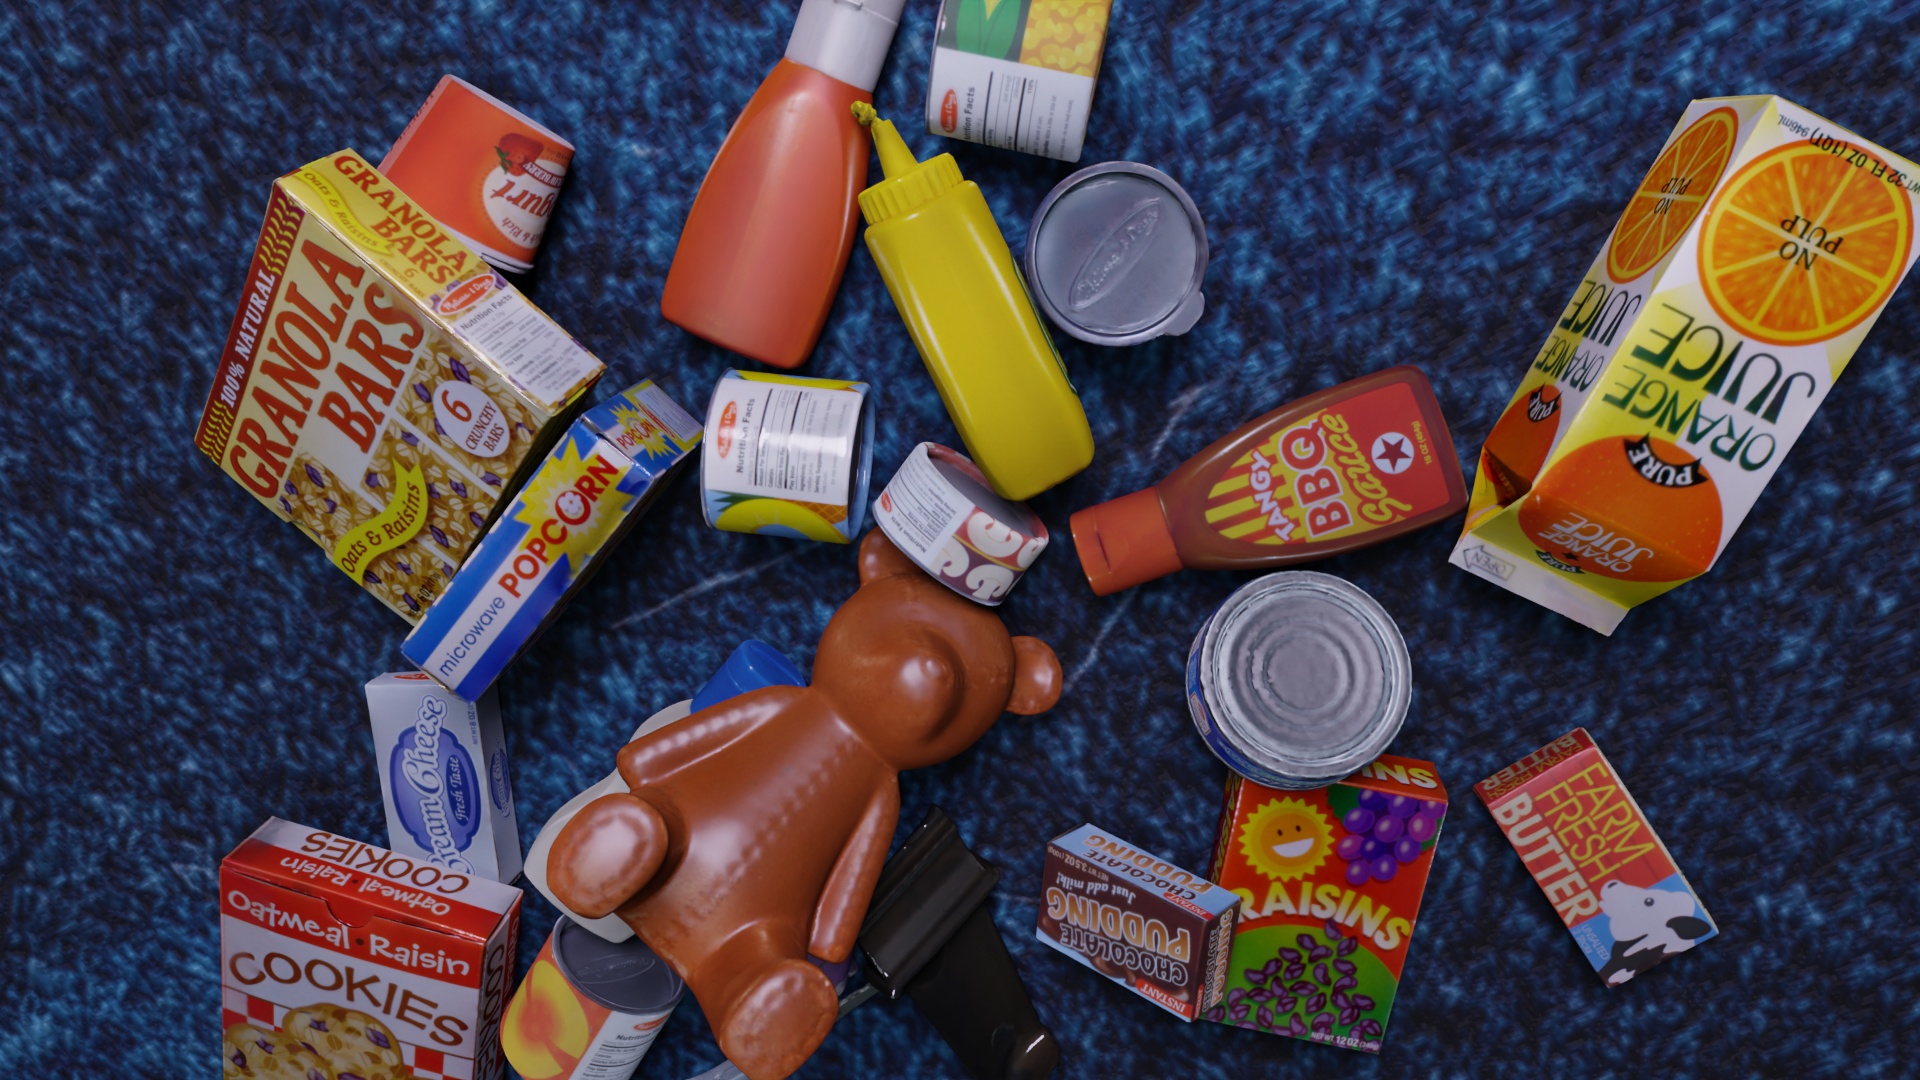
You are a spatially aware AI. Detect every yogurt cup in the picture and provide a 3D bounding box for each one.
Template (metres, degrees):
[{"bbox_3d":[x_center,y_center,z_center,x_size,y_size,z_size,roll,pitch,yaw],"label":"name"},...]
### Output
[{"bbox_3d":[-0.188,-0.145,0.544,0.072,0.072,0.054,31,98,-3],"label":"yogurt cup"}]

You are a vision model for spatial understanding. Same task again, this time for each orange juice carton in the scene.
[{"bbox_3d":[0.261,-0.059,0.513,0.072,0.073,0.192,26,106,-1],"label":"orange juice carton"}]

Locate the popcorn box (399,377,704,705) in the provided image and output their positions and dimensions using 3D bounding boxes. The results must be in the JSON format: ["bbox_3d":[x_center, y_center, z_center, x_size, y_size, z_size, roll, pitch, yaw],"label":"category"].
[{"bbox_3d":[-0.163,-0.002,0.566,0.038,0.085,0.126,40,105,-7],"label":"popcorn box"}]

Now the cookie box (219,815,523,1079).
[{"bbox_3d":[-0.275,0.219,0.644,0.123,0.040,0.166,15,116,2],"label":"cookie box"}]

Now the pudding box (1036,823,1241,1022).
[{"bbox_3d":[0.074,0.161,0.591,0.084,0.030,0.049,19,110,39],"label":"pudding box"}]

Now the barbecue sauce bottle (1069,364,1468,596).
[{"bbox_3d":[0.119,-0.017,0.553,0.148,0.044,0.065,-19,89,11],"label":"barbecue sauce bottle"}]

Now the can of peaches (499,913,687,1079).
[{"bbox_3d":[-0.168,0.209,0.633,0.071,0.071,0.058,31,106,-3],"label":"can of peaches"}]

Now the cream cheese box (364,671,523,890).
[{"bbox_3d":[-0.235,0.110,0.635,0.053,0.024,0.103,-1,104,8],"label":"cream cheese box"}]

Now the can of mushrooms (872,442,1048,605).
[{"bbox_3d":[0.002,-0.007,0.559,0.071,0.071,0.033,36,105,-4],"label":"can of mushrooms"}]

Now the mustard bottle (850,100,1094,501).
[{"bbox_3d":[0.000,-0.094,0.530,0.049,0.065,0.160,-26,106,1],"label":"mustard bottle"}]

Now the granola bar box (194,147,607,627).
[{"bbox_3d":[-0.227,-0.051,0.548,0.124,0.039,0.164,41,132,-5],"label":"granola bar box"}]

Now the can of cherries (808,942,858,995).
[{"bbox_3d":[-0.073,0.161,0.611,0.071,0.072,0.058,16,105,2],"label":"can of cherries"}]

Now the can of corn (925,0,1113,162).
[{"bbox_3d":[0.023,-0.180,0.512,0.058,0.071,0.071,12,106,2],"label":"can of corn"}]

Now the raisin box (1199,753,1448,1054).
[{"bbox_3d":[0.150,0.150,0.597,0.086,0.040,0.123,10,107,4],"label":"raisin box"}]

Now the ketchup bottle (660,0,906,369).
[{"bbox_3d":[-0.064,-0.145,0.540,0.065,0.044,0.148,22,106,-4],"label":"ketchup bottle"}]

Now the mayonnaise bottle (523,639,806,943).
[{"bbox_3d":[-0.127,0.108,0.615,0.065,0.041,0.147,40,103,-6],"label":"mayonnaise bottle"}]

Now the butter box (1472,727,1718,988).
[{"bbox_3d":[0.268,0.134,0.588,0.053,0.024,0.103,-34,99,13],"label":"butter box"}]

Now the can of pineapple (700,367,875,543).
[{"bbox_3d":[-0.068,-0.034,0.560,0.058,0.071,0.070,7,105,4],"label":"can of pineapple"}]

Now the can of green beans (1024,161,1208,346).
[{"bbox_3d":[0.059,-0.110,0.529,0.071,0.058,0.071,1,105,6],"label":"can of green beans"}]
